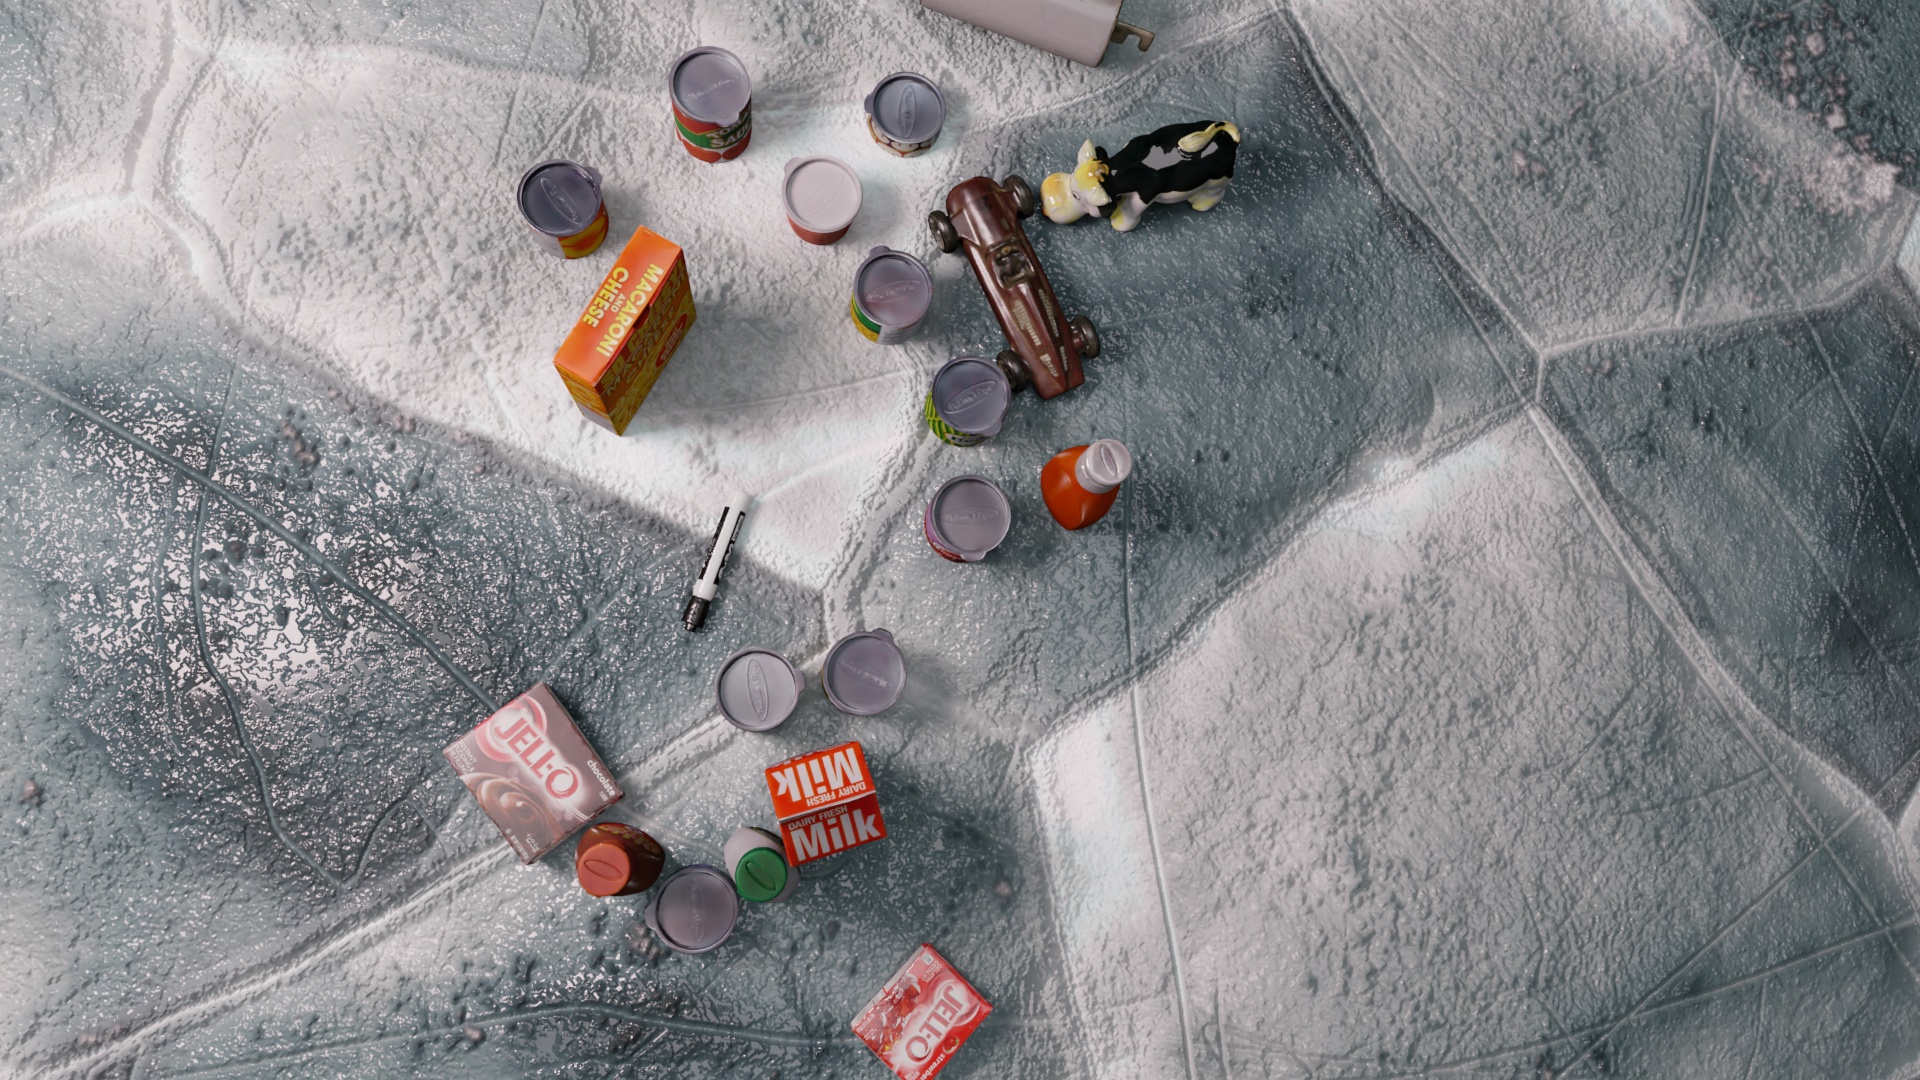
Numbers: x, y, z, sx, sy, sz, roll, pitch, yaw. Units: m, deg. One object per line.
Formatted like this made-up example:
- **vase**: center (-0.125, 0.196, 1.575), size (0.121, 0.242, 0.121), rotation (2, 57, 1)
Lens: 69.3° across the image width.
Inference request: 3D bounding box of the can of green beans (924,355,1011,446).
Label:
- **can of green beans**: center (0.005, -0.115, 1.163), size (0.071, 0.057, 0.071), rotation (1, 81, -8)

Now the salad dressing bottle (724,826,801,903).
- **salad dressing bottle**: center (-0.148, 0.245, 1.040), size (0.064, 0.147, 0.044), rotation (43, 79, 0)

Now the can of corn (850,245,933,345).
- **can of corn**: center (-0.060, -0.205, 1.167), size (0.071, 0.058, 0.071), rotation (1, 81, -8)

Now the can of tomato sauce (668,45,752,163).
- **can of tomato sauce**: center (-0.206, -0.360, 1.158), size (0.071, 0.083, 0.071), rotation (1, 82, -8)

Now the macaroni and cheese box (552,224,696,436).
- **macaroni and cheese box**: center (-0.255, -0.158, 1.078), size (0.040, 0.166, 0.124), rotation (30, 79, -3)

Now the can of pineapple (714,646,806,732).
- **can of pineapple**: center (-0.160, 0.119, 1.103), size (0.071, 0.057, 0.071), rotation (1, 81, -8)

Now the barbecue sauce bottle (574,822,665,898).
- **barbecue sauce bottle**: center (-0.255, 0.237, 1.026), size (0.065, 0.148, 0.044), rotation (25, 79, -4)

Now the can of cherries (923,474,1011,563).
- **can of cherries**: center (0.004, -0.014, 1.147), size (0.071, 0.058, 0.071), rotation (1, 81, -8)

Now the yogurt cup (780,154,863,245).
- **yogurt cup**: center (-0.118, -0.284, 1.174), size (0.072, 0.054, 0.072), rotation (1, 81, -8)

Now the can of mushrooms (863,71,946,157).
- **can of mushrooms**: center (-0.050, -0.370, 1.207), size (0.071, 0.033, 0.071), rotation (1, 81, -8)

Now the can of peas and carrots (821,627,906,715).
- **can of peas and carrots**: center (-0.078, 0.106, 1.117), size (0.071, 0.058, 0.071), rotation (1, 81, -8)

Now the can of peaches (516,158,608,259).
- **can of peaches**: center (-0.323, -0.272, 1.141), size (0.071, 0.058, 0.071), rotation (1, 81, -8)

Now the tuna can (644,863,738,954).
- **tuna can**: center (-0.209, 0.287, 1.083), size (0.071, 0.032, 0.071), rotation (1, 81, -8)

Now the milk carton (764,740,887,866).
- **milk carton**: center (-0.102, 0.193, 1.032), size (0.072, 0.190, 0.073), rotation (-16, 84, -10)

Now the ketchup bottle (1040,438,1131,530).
- **ketchup bottle**: center (0.102, -0.049, 1.119), size (0.043, 0.148, 0.065), rotation (-22, 85, -10)
